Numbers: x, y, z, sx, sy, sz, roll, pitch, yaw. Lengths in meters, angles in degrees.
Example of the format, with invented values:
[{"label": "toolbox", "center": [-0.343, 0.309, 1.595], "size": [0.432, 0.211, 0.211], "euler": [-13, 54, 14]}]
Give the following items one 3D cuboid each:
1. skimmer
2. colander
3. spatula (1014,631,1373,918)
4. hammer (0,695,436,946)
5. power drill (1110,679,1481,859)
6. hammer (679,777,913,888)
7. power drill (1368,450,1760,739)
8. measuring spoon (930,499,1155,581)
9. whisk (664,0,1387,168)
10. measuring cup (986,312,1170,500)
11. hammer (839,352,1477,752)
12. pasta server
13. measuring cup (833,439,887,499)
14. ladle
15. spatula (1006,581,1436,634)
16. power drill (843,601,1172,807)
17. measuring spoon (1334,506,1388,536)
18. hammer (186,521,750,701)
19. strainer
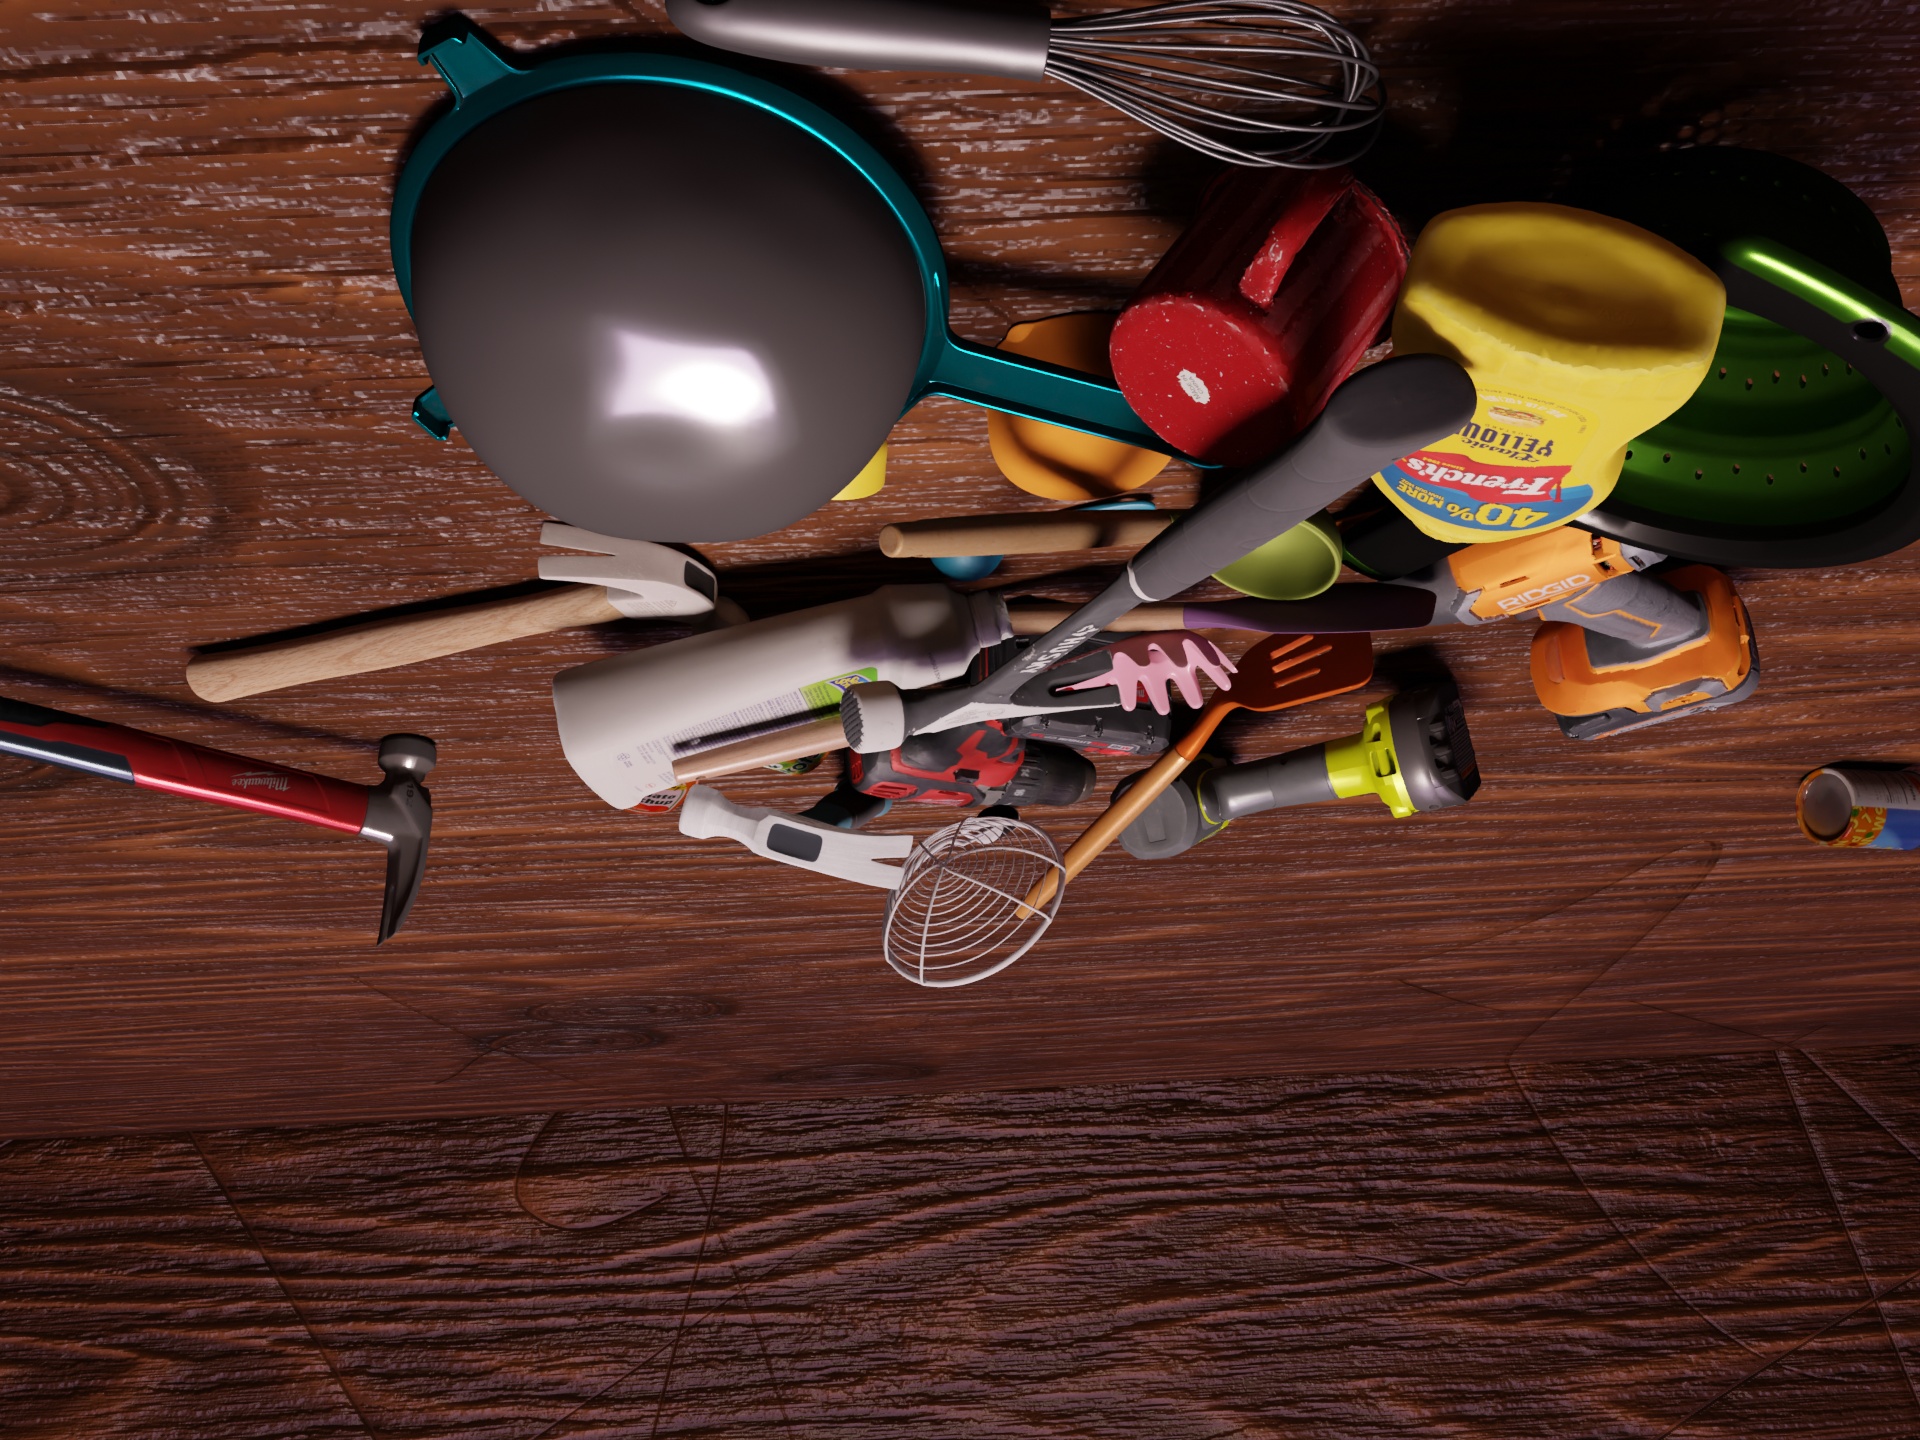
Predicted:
[{"label": "skimmer", "center": [0.025, 0.108, 1.114], "size": [0.127, 0.090, 0.363], "euler": [-29, 176, 8]}, {"label": "colander", "center": [0.265, -0.139, 0.686], "size": [0.204, 0.094, 0.397], "euler": [28, 169, -7]}, {"label": "spatula", "center": [0.135, 0.038, 1.010], "size": [0.041, 0.081, 0.322], "euler": [26, 129, -20]}, {"label": "hammer", "center": [-0.515, 0.034, 0.969], "size": [0.386, 0.143, 0.038], "euler": [19, 147, -35]}, {"label": "power drill", "center": [0.234, 0.036, 1.105], "size": [0.228, 0.080, 0.190], "euler": [-15, 179, 25]}, {"label": "hammer", "center": [-0.085, 0.063, 1.055], "size": [0.128, 0.033, 0.331], "euler": [17, -177, 4]}, {"label": "power drill", "center": [0.342, -0.063, 0.904], "size": [0.164, 0.084, 0.226], "euler": [-19, 149, 37]}, {"label": "measuring spoon", "center": [0.043, -0.095, 0.852], "size": [0.128, 0.021, 0.042], "euler": [-10, 158, 22]}, {"label": "whisk", "center": [0.025, -0.215, 0.515], "size": [0.239, 0.055, 0.055], "euler": [4, 158, -7]}, {"label": "measuring cup", "center": [0.087, -0.146, 0.688], "size": [0.173, 0.052, 0.095], "euler": [-17, 154, 36]}, {"label": "hammer", "center": [0.076, -0.053, 0.672], "size": [0.149, 0.036, 0.409], "euler": [-8, 170, -23]}, {"label": "pasta server", "center": [-0.001, -0.003, 0.881], "size": [0.316, 0.040, 0.060], "euler": [-14, 157, -10]}, {"label": "measuring cup", "center": [-0.109, -0.134, 0.718], "size": [0.156, 0.062, 0.029], "euler": [12, 121, -4]}, {"label": "ladle", "center": [0.078, -0.077, 0.730], "size": [0.078, 0.062, 0.320], "euler": [-5, -176, 41]}, {"label": "spatula", "center": [0.101, -0.059, 0.888], "size": [0.316, 0.060, 0.018], "euler": [-1, 120, 22]}, {"label": "power drill", "center": [0.048, 0.007, 1.045], "size": [0.187, 0.080, 0.226], "euler": [9, 158, -27]}, {"label": "measuring spoon", "center": [0.208, -0.107, 0.866], "size": [0.117, 0.011, 0.021], "euler": [-15, 149, 35]}, {"label": "hammer", "center": [-0.297, -0.051, 0.905], "size": [0.331, 0.031, 0.130], "euler": [-9, 158, 15]}, {"label": "strainer", "center": [-0.049, -0.118, 0.604], "size": [0.340, 0.095, 0.211], "euler": [11, 145, -13]}]
